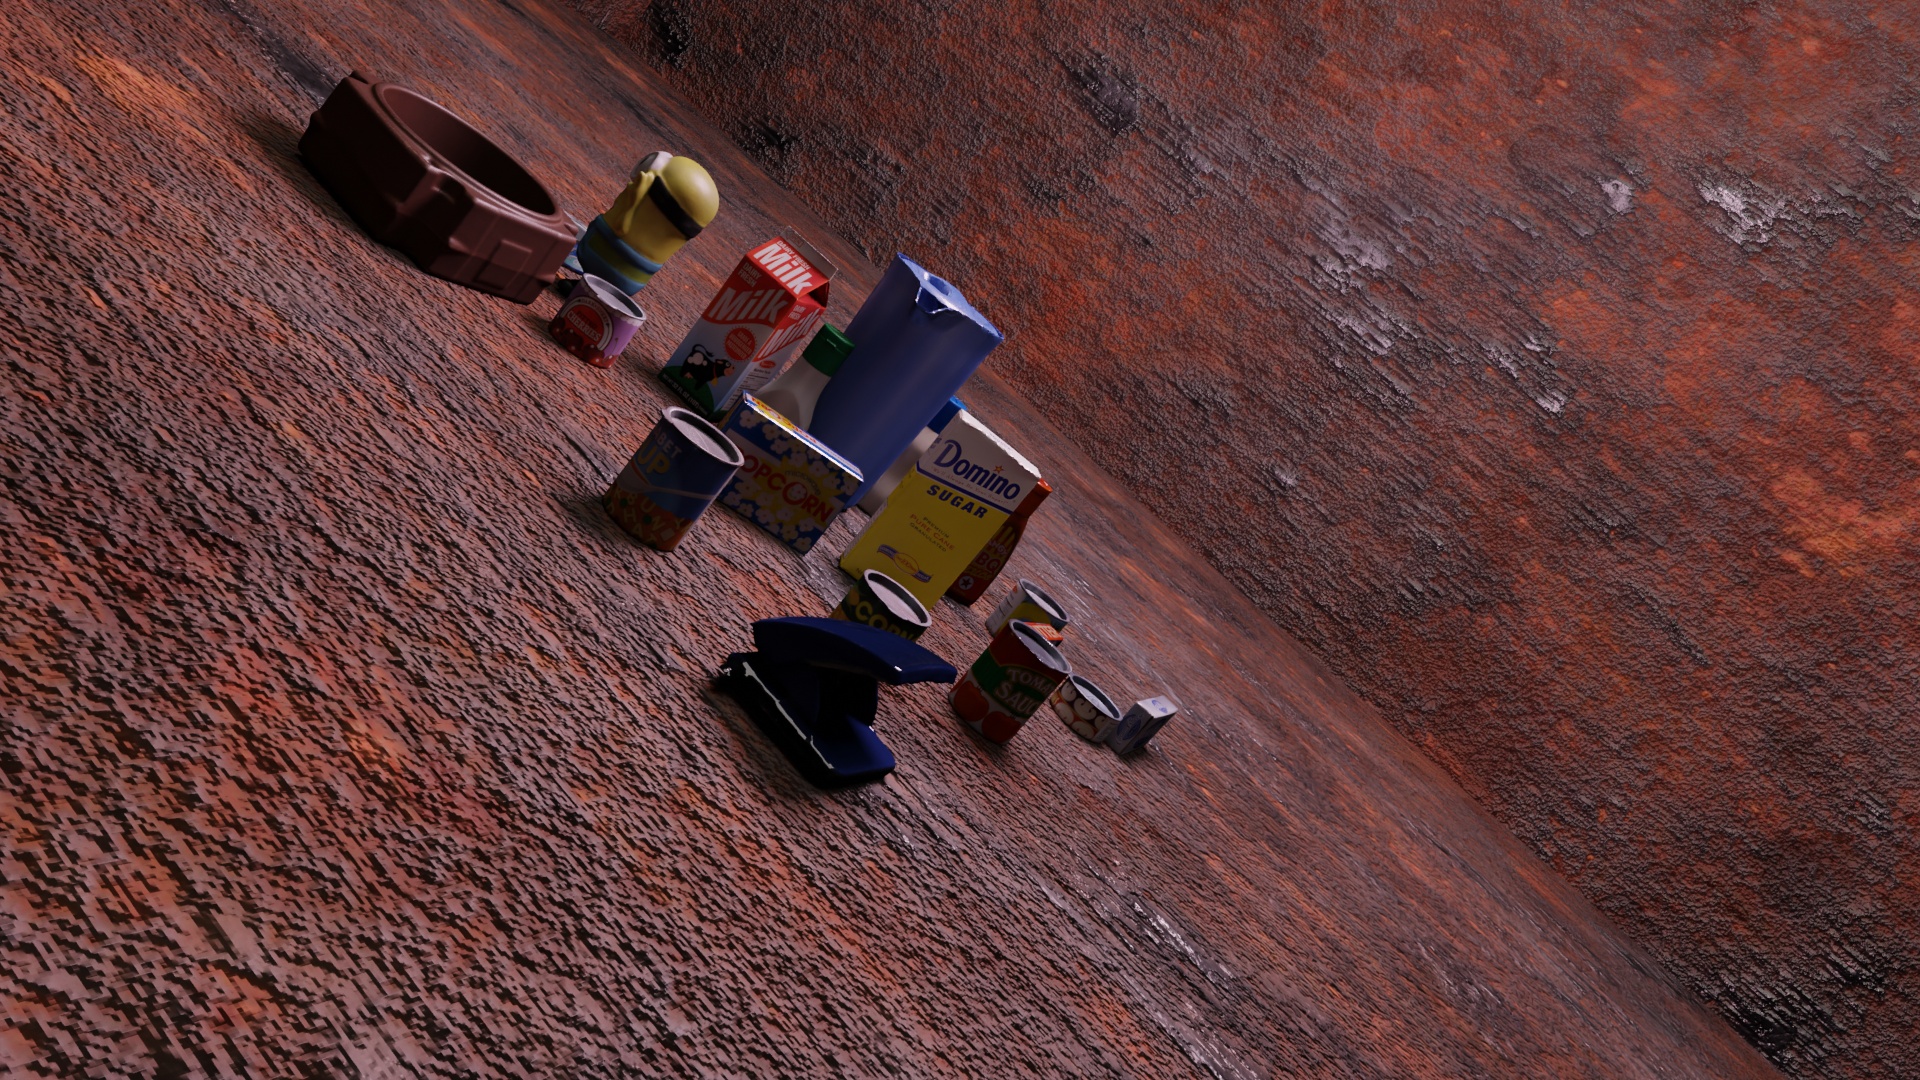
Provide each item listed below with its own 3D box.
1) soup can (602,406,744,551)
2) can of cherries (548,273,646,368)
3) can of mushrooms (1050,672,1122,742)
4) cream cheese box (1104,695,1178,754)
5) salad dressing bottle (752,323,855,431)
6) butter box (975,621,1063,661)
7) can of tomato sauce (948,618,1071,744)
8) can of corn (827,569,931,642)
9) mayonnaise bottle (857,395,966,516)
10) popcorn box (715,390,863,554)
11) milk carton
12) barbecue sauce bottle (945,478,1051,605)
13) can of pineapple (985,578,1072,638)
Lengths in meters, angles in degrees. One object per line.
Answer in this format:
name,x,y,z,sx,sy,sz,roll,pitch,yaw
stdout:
soup can,-0.209,-0.045,0.998,0.071,0.083,0.071,38,12,-10
can of cherries,-0.326,-0.196,1.244,0.071,0.058,0.072,37,12,-10
can of mushrooms,0.119,0.160,1.340,0.071,0.033,0.071,37,13,-10
cream cheese box,0.181,0.184,1.389,0.024,0.053,0.104,44,13,18
salad dressing bottle,-0.158,-0.138,1.321,0.064,0.147,0.044,39,12,-2
butter box,0.057,0.104,1.312,0.024,0.053,0.103,44,13,21
can of tomato sauce,0.041,0.118,1.147,0.071,0.083,0.071,38,12,-10
can of corn,-0.066,0.066,1.078,0.071,0.058,0.071,37,12,-10
mayonnaise bottle,-0.053,-0.092,1.460,0.041,0.148,0.065,37,12,-13
popcorn box,-0.157,-0.057,1.183,0.126,0.085,0.038,34,13,-24
milk carton,-0.200,-0.209,1.347,0.072,0.190,0.073,42,12,12
barbecue sauce bottle,0.032,-0.006,1.403,0.065,0.148,0.044,33,14,-29
can of pineapple,0.069,0.083,1.410,0.071,0.057,0.071,37,12,-10
